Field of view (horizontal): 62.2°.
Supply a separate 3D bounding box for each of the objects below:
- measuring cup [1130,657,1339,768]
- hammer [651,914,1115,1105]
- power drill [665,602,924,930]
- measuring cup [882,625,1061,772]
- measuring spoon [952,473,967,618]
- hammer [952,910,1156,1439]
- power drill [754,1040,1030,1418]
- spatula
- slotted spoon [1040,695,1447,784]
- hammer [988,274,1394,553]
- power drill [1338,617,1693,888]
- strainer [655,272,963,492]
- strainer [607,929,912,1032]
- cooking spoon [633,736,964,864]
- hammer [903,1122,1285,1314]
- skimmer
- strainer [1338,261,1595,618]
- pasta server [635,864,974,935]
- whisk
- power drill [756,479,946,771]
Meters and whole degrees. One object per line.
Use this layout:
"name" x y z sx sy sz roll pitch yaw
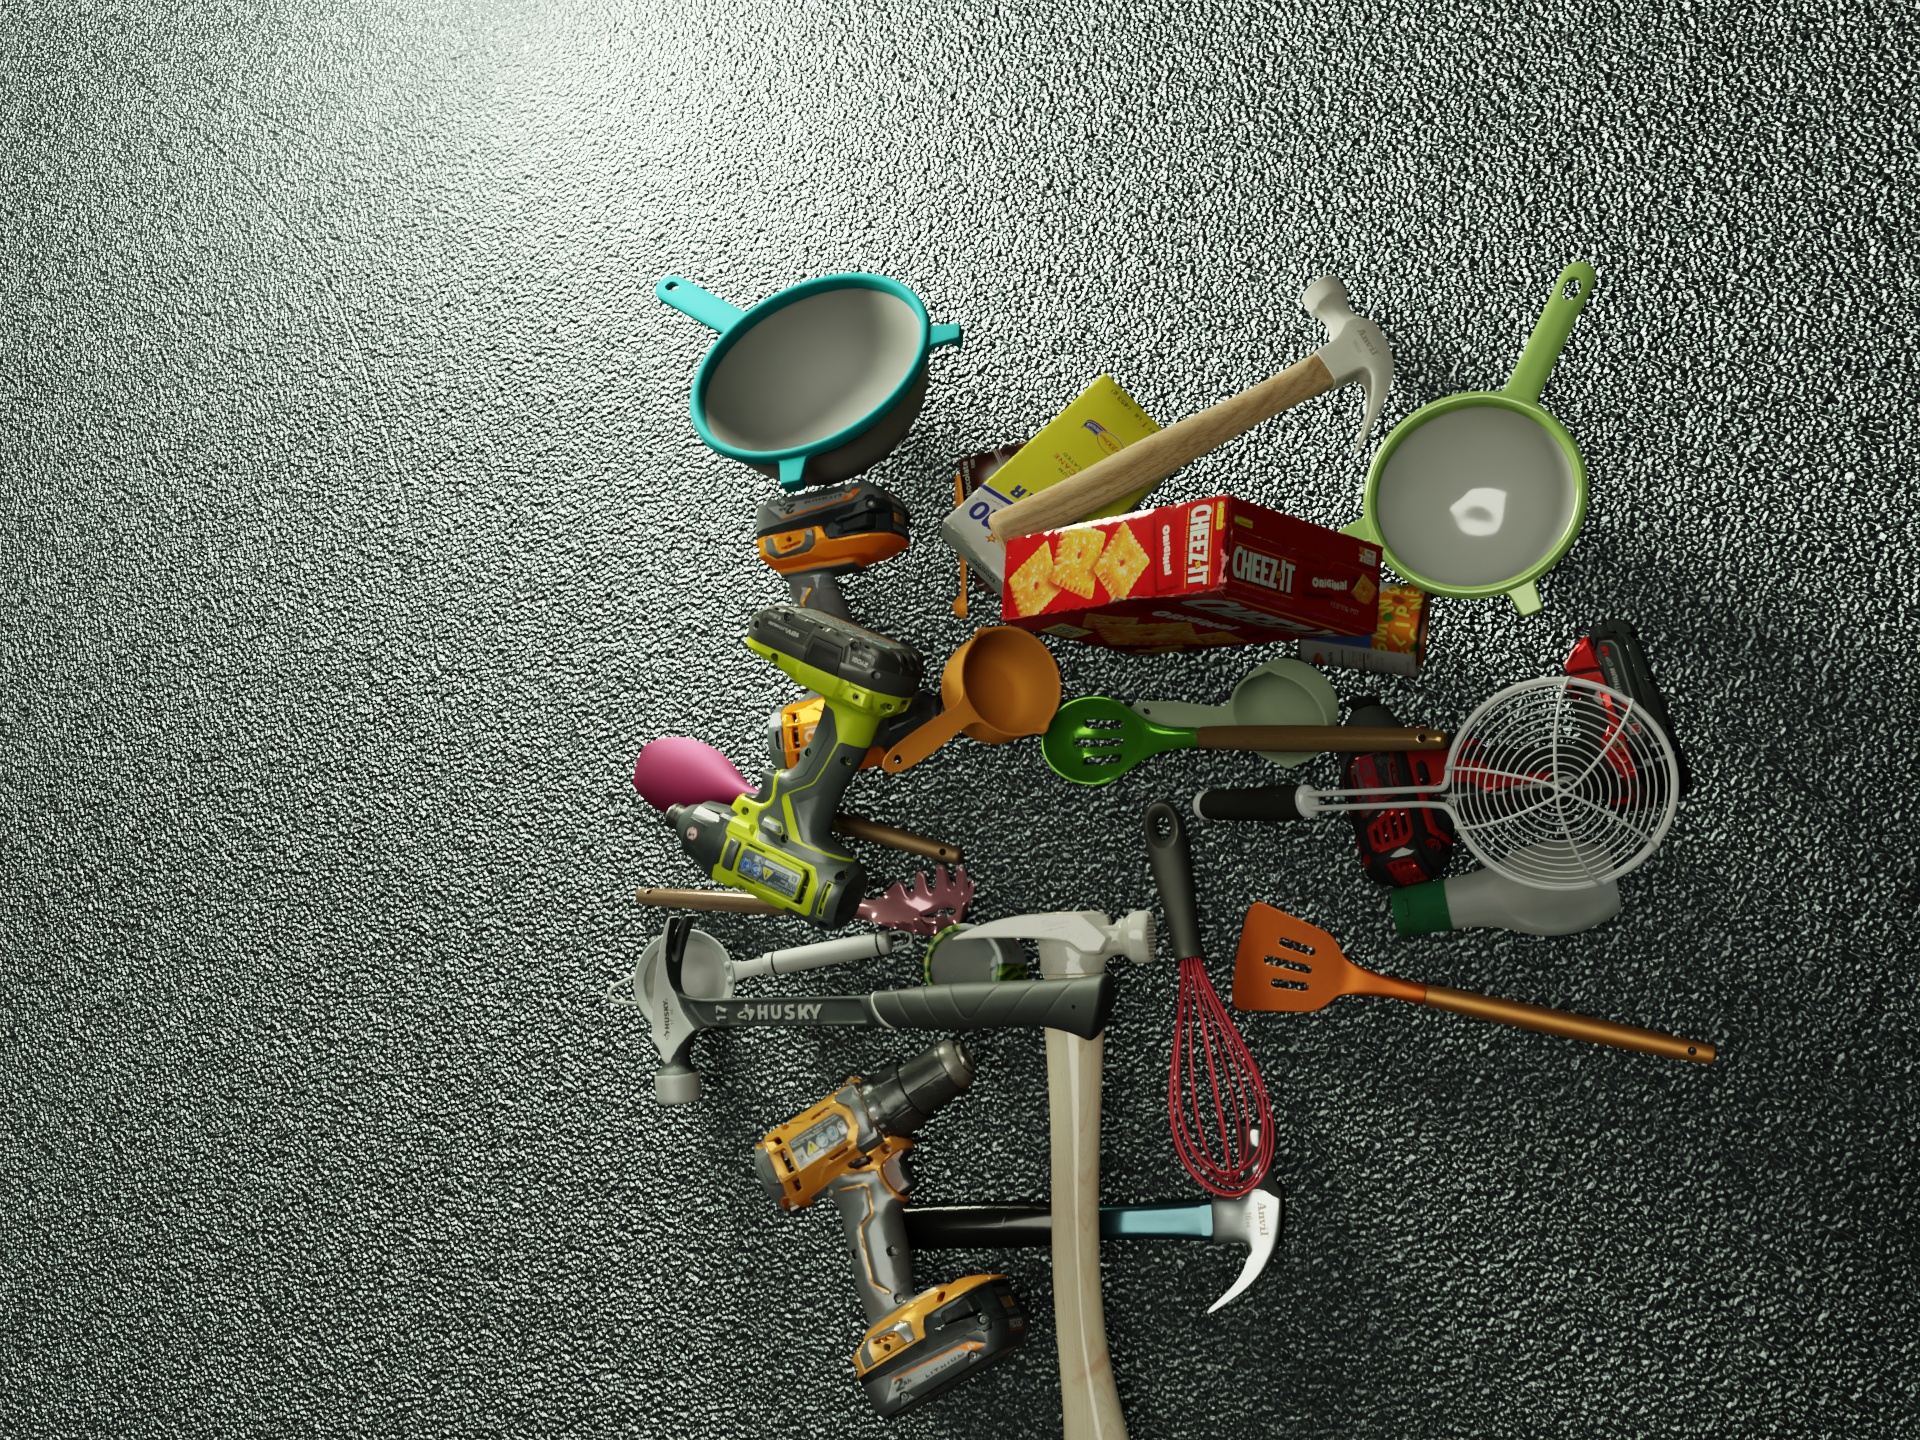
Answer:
"measuring cup" 0.205 -0.011 1.193 0.168 0.038 0.083 3 119 40
"hammer" -0.072 0.210 1.181 0.409 0.036 0.149 -8 84 31
"power drill" -0.131 0.029 1.231 0.171 0.080 0.223 23 100 19
"measuring cup" -0.002 -0.004 1.219 0.173 0.052 0.095 -35 94 -28
"measuring spoon" -0.003 -0.140 1.287 0.011 0.021 0.117 -4 101 -11
"hammer" 0.074 0.344 1.137 0.146 0.038 0.411 -3 84 16
"power drill" -0.033 0.363 1.167 0.185 0.084 0.226 -35 64 10
"spatula" 0.350 0.196 1.111 0.323 0.041 0.081 10 84 18
"slotted spoon" 0.199 0.015 1.162 0.314 0.031 0.070 0 82 35
"hammer" 0.174 -0.209 1.190 0.331 0.031 0.130 -28 74 -5
"power drill" 0.371 0.020 1.098 0.219 0.078 0.143 -21 54 22
"strainer" -0.150 -0.295 1.357 0.211 0.095 0.341 -44 50 -12
"strainer" -0.160 0.202 1.298 0.258 0.050 0.087 -12 80 13
"cooking spoon" -0.141 0.073 1.323 0.319 0.017 0.069 14 87 23
"hammer" 0.076 0.371 1.180 0.331 0.033 0.128 -8 77 20
"skimmer" 0.292 0.048 1.053 0.363 0.090 0.127 -9 92 63
"strainer" 0.392 -0.201 1.138 0.151 0.069 0.256 26 89 25
"pasta server" -0.132 0.146 1.297 0.316 0.040 0.060 0 40 23
"whisk" 0.169 0.192 1.146 0.073 0.073 0.296 -17 62 18
"power drill" -0.082 -0.073 1.295 0.164 0.084 0.226 -9 82 19
